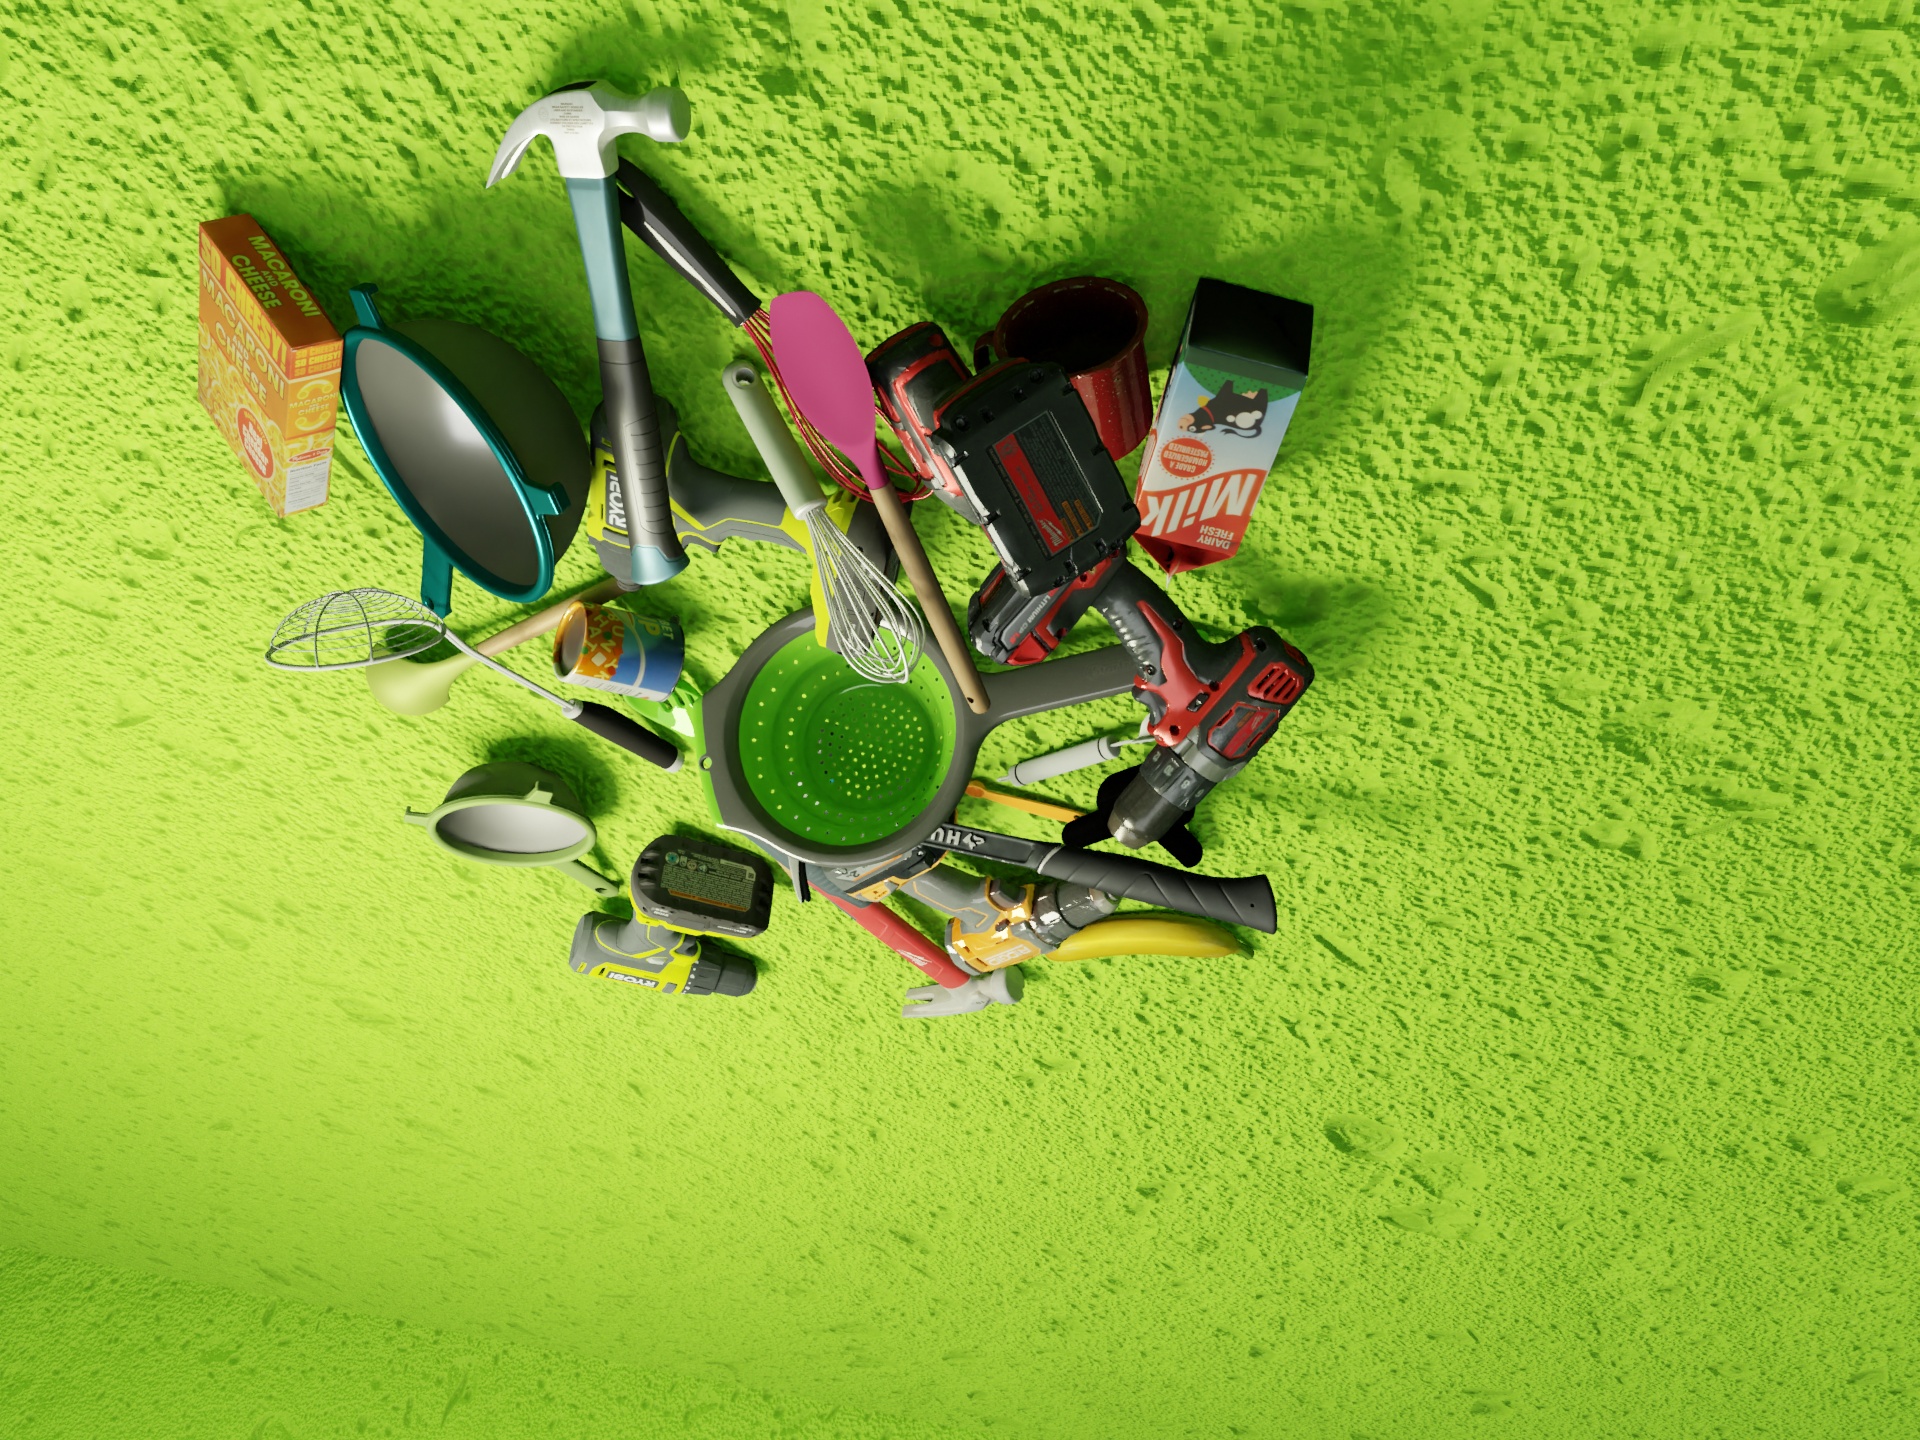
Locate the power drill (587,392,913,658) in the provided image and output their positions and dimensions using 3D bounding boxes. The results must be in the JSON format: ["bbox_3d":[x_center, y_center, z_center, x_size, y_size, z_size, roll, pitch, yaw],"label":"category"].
[{"bbox_3d":[-0.157,-0.132,1.142,0.223,0.080,0.171,18,140,2],"label":"power drill"}]

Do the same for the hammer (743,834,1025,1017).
[{"bbox_3d":[-0.103,0.178,1.491,0.143,0.038,0.385,-16,137,34],"label":"hammer"}]

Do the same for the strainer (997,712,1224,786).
[{"bbox_3d":[0.123,0.017,1.255,0.258,0.050,0.087,-19,172,41],"label":"strainer"}]

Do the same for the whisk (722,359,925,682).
[{"bbox_3d":[-0.094,-0.132,1.045,0.246,0.058,0.059,61,162,9],"label":"whisk"}]

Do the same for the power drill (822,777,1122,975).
[{"bbox_3d":[0.015,0.139,1.405,0.185,0.084,0.226,-27,129,36],"label":"power drill"}]

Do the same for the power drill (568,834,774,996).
[{"bbox_3d":[-0.267,0.207,1.570,0.190,0.080,0.228,17,144,-19],"label":"power drill"}]

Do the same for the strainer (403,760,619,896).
[{"bbox_3d":[-0.392,0.098,1.506,0.151,0.069,0.256,-11,152,16],"label":"strainer"}]

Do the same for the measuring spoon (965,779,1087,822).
[{"bbox_3d":[0.060,0.070,1.362,0.117,0.011,0.021,15,150,-5],"label":"measuring spoon"}]

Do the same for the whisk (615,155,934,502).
[{"bbox_3d":[-0.121,-0.244,1.014,0.073,0.073,0.295,-27,119,39],"label":"whisk"}]

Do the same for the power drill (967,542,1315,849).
[{"bbox_3d":[0.111,-0.027,1.114,0.226,0.080,0.188,35,107,-16],"label":"power drill"}]

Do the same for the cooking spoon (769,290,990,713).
[{"bbox_3d":[-0.042,-0.131,1.026,0.069,0.017,0.318,2,130,37],"label":"cooking spoon"}]

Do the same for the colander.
[{"bbox_3d":[-0.002,-0.004,1.225,0.397,0.204,0.094,-13,170,8],"label":"colander"}]

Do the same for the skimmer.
[{"bbox_3d":[-0.372,-0.009,1.279,0.127,0.090,0.362,14,166,44],"label":"skimmer"}]

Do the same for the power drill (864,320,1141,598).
[{"bbox_3d":[0.017,-0.154,0.934,0.078,0.220,0.143,-33,115,-4],"label":"power drill"}]

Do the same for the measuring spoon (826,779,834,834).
[{"bbox_3d":[-0.120,0.085,1.423,0.042,0.021,0.128,9,142,7],"label":"measuring spoon"}]

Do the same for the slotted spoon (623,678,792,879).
[{"bbox_3d":[-0.204,0.057,1.415,0.070,0.031,0.313,-5,138,23],"label":"slotted spoon"}]

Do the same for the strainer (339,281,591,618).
[{"bbox_3d":[-0.341,-0.169,1.140,0.211,0.095,0.340,47,152,2],"label":"strainer"}]

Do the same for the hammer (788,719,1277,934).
[{"bbox_3d":[0.052,0.112,1.277,0.409,0.149,0.036,12,178,10],"label":"hammer"}]

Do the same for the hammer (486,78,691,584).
[{"bbox_3d":[-0.213,-0.230,1.004,0.128,0.033,0.330,8,128,14],"label":"hammer"}]

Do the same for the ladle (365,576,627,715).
[{"bbox_3d":[-0.370,-0.075,1.309,0.320,0.062,0.078,-21,132,27],"label":"ladle"}]
